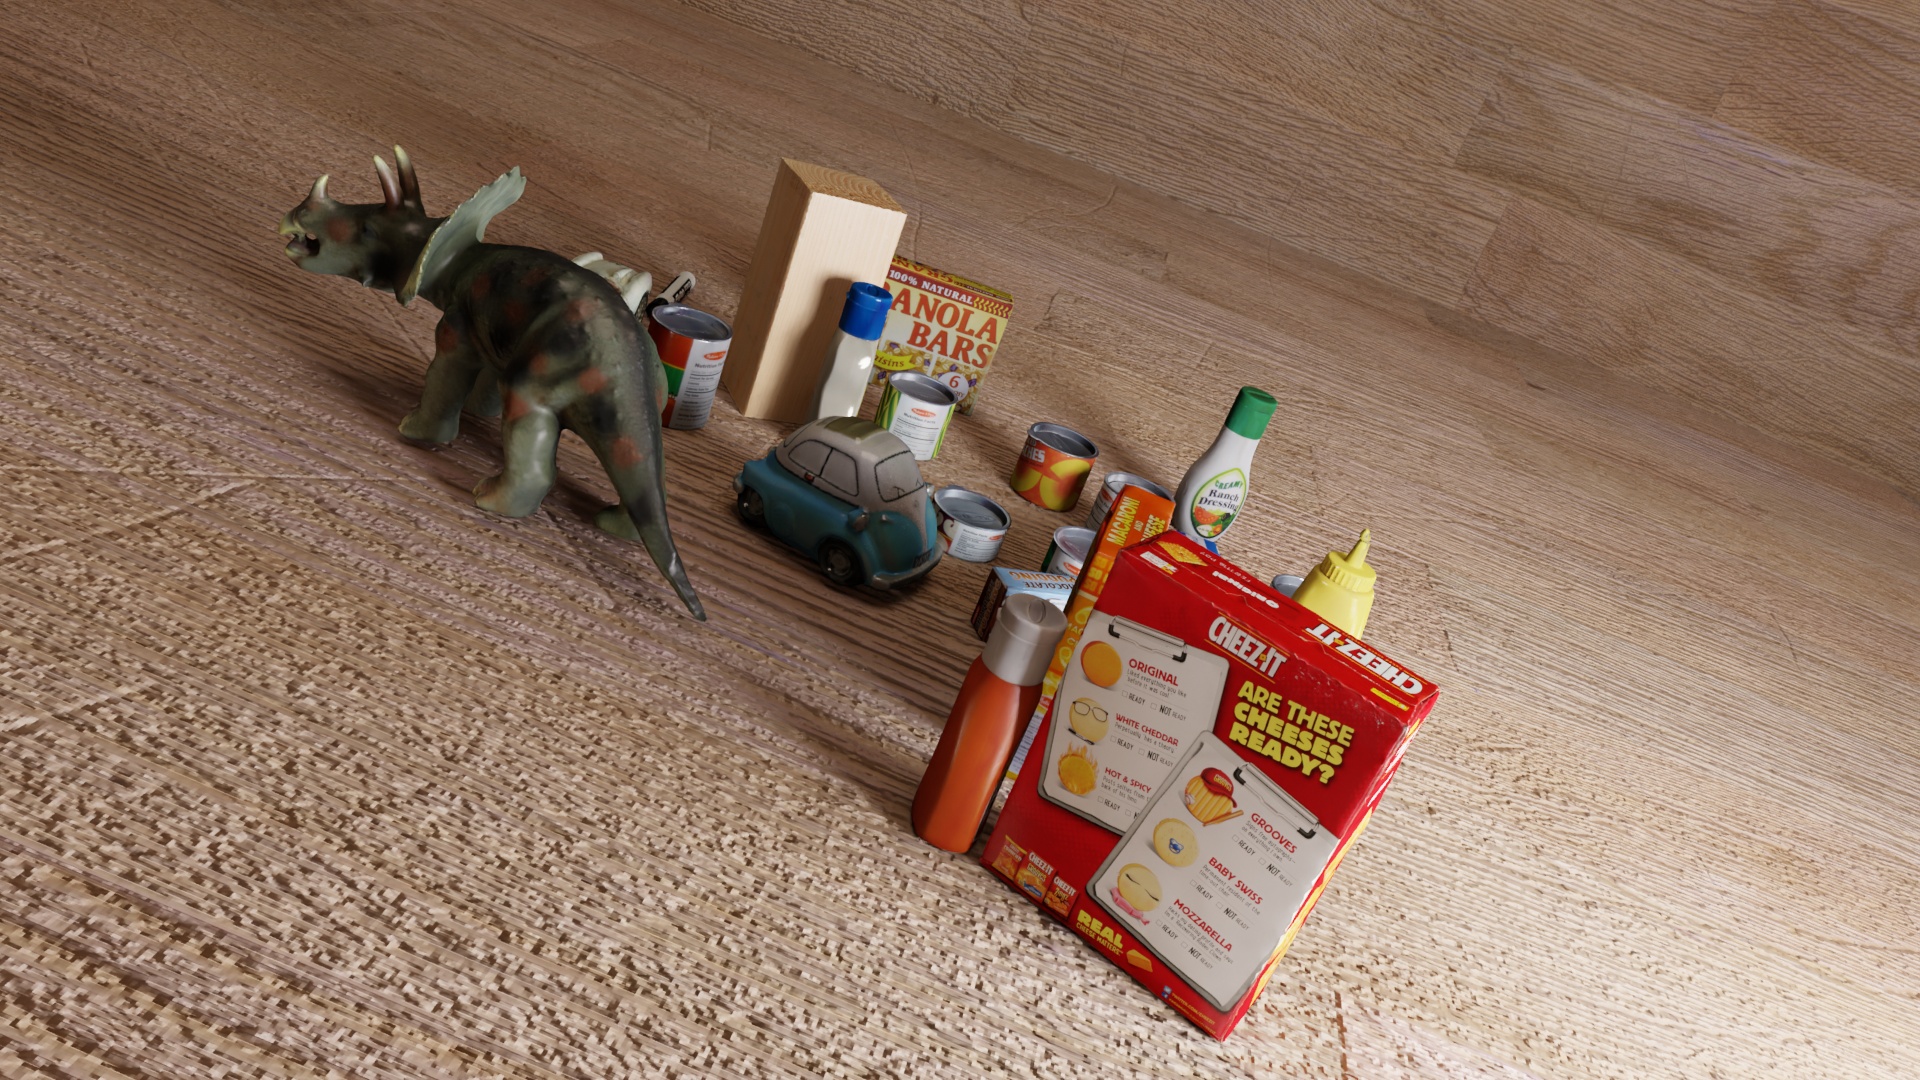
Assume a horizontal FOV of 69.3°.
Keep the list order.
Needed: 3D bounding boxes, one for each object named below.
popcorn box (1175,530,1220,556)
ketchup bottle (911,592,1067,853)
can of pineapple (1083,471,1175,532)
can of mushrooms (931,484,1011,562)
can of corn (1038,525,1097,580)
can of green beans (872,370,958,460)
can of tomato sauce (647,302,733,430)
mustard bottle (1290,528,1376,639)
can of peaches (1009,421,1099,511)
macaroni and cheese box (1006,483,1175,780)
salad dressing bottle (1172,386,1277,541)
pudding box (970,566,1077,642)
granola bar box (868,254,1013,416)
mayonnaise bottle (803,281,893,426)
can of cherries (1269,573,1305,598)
[{"bbox_3d":[0.169,0.059,1.045,0.038,0.084,0.127,18,25,-8],"label":"popcorn box"},{"bbox_3d":[0.016,0.099,0.773,0.043,0.148,0.065,21,25,-2],"label":"ketchup bottle"},{"bbox_3d":[0.148,-0.019,1.213,0.071,0.057,0.071,17,25,-8],"label":"can of pineapple"},{"bbox_3d":[0.004,-0.014,1.122,0.071,0.033,0.071,17,26,-8],"label":"can of mushrooms"},{"bbox_3d":[0.094,0.030,1.076,0.071,0.058,0.071,17,25,-8],"label":"can of corn"},{"bbox_3d":[-0.042,-0.113,1.252,0.071,0.057,0.071,17,25,-8],"label":"can of green beans"},{"bbox_3d":[-0.230,-0.143,1.137,0.071,0.082,0.071,17,25,-8],"label":"can of tomato sauce"},{"bbox_3d":[0.272,0.059,1.035,0.065,0.159,0.049,26,25,9],"label":"mustard bottle"},{"bbox_3d":[0.082,-0.067,1.258,0.071,0.057,0.071,17,25,-8],"label":"can of peaches"},{"bbox_3d":[0.080,0.060,0.880,0.040,0.165,0.124,24,25,5],"label":"macaroni and cheese box"},{"bbox_3d":[0.246,-0.070,1.285,0.064,0.147,0.044,10,27,-23],"label":"salad dressing bottle"},{"bbox_3d":[0.055,0.050,1.016,0.084,0.049,0.030,7,29,-28],"label":"pudding box"},{"bbox_3d":[-0.046,-0.205,1.355,0.165,0.123,0.039,17,25,-9],"label":"granola bar box"},{"bbox_3d":[-0.095,-0.142,1.164,0.041,0.147,0.065,15,26,-14],"label":"mayonnaise bottle"},{"bbox_3d":[0.276,0.071,1.135,0.071,0.058,0.072,17,25,-8],"label":"can of cherries"}]
